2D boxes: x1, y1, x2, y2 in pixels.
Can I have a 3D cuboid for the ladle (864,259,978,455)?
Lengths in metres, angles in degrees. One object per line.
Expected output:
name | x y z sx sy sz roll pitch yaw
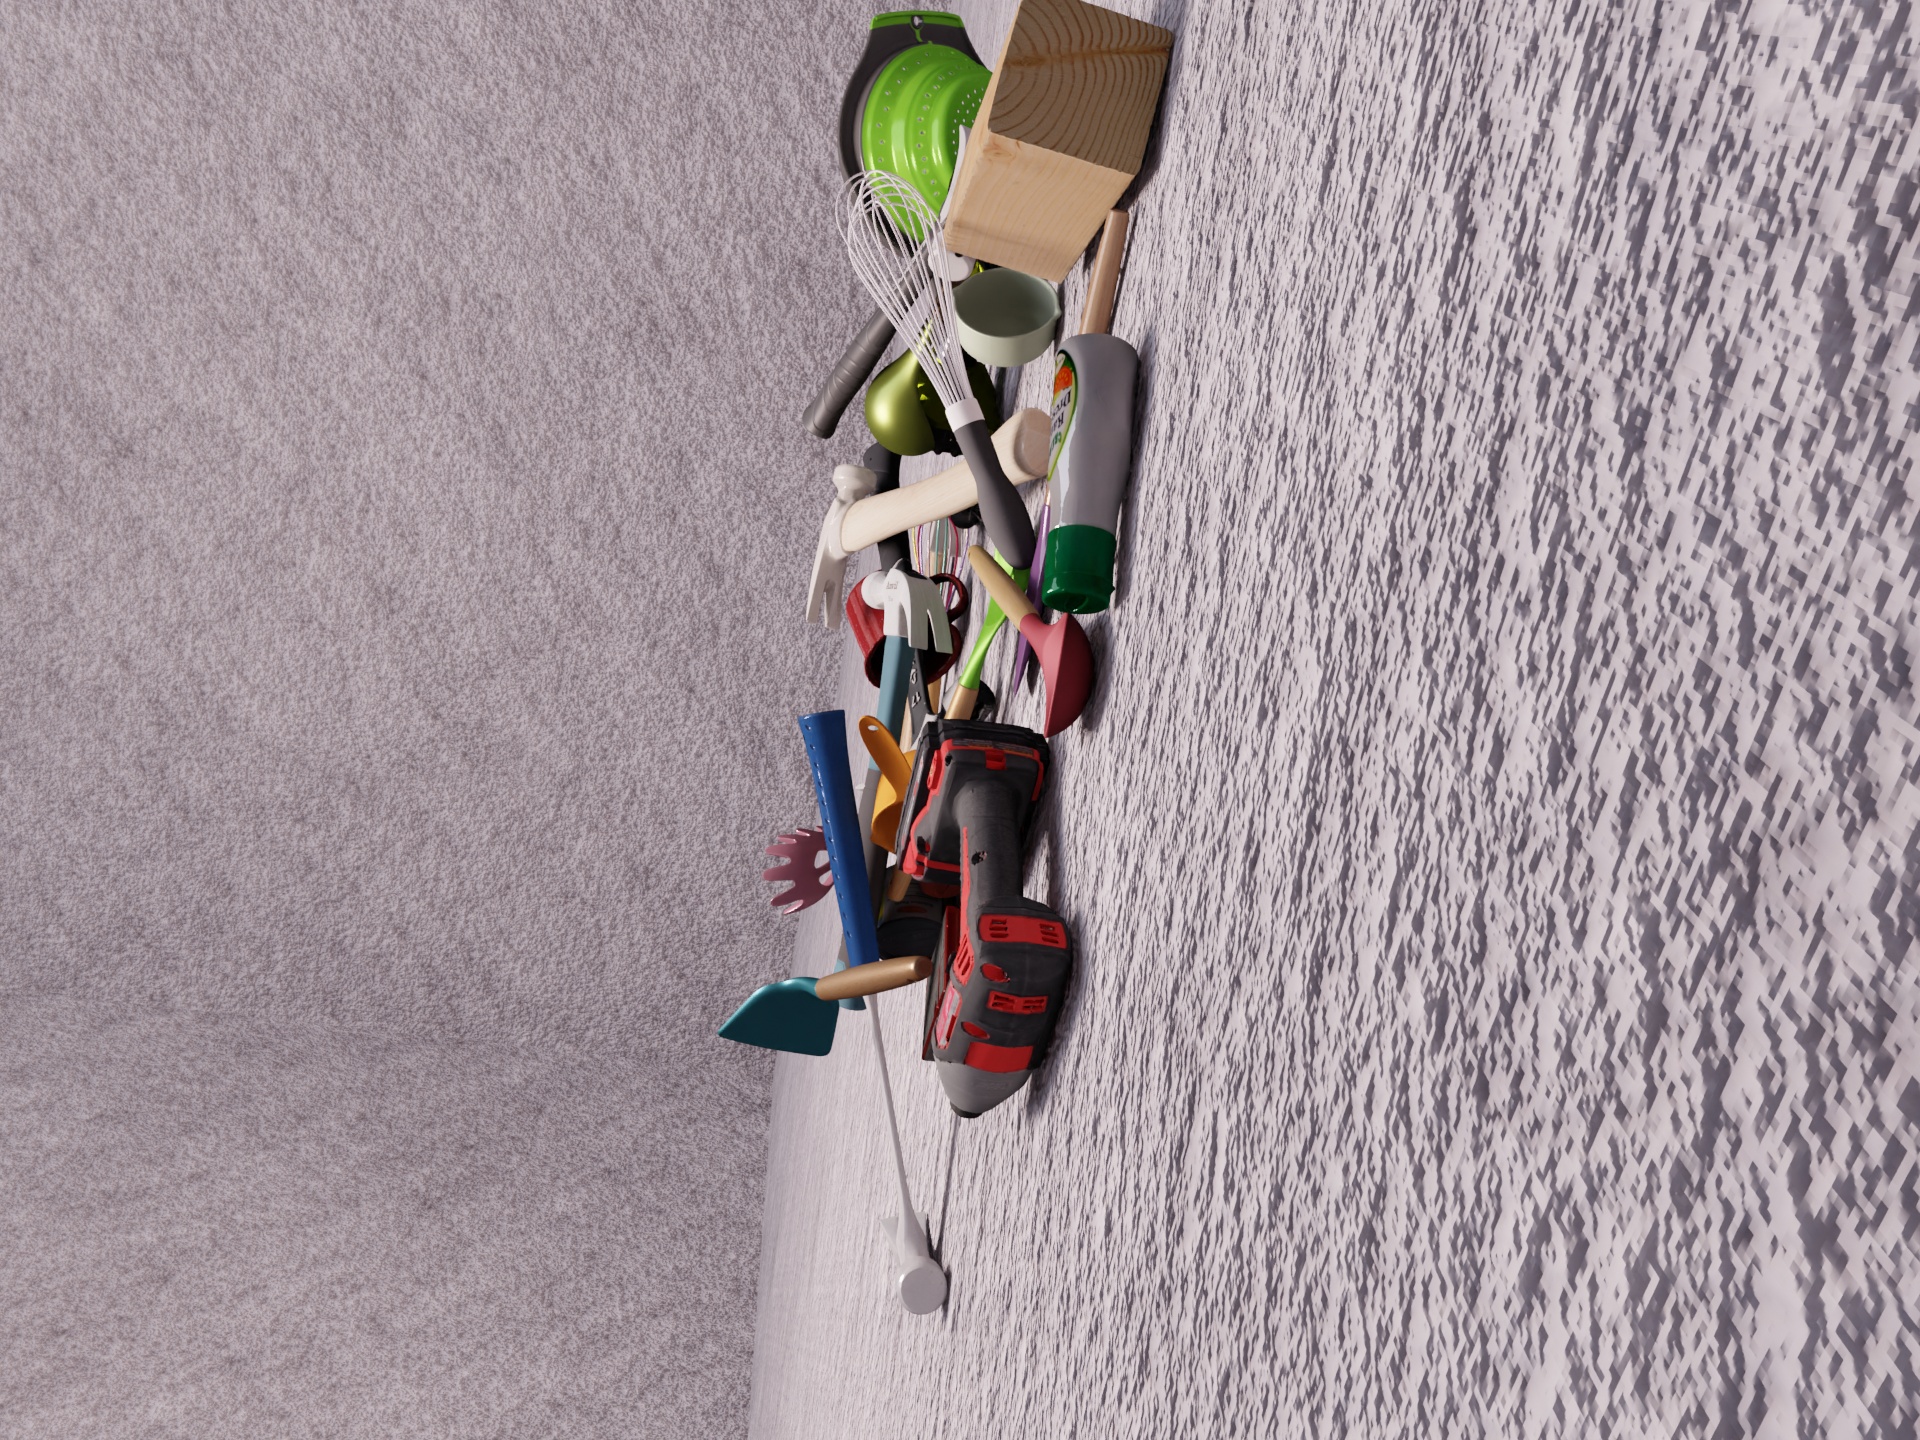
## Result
ladle | 0.003 -0.341 1.253 0.078 0.062 0.320 54 133 27

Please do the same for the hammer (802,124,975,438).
hammer | -0.055 -0.323 1.255 0.334 0.035 0.146 -40 32 57

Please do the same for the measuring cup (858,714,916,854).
measuring cup | -0.031 0.032 1.087 0.173 0.095 0.052 61 -154 -47

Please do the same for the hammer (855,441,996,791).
hammer | -0.052 -0.107 1.356 0.149 0.036 0.409 -48 34 32

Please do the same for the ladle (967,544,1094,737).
ladle | 0.036 -0.065 0.978 0.316 0.031 0.069 -116 35 -68

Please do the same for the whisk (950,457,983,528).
whisk | 0.009 -0.188 1.357 0.239 0.055 0.055 -166 84 -87

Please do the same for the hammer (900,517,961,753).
hammer | -0.037 -0.060 1.606 0.130 0.031 0.331 -158 76 -83

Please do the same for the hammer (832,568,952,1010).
hammer | -0.061 0.051 1.197 0.128 0.033 0.331 -170 88 -66

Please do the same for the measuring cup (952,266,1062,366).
measuring cup | 0.047 -0.325 1.184 0.038 0.083 0.168 90 -162 -53

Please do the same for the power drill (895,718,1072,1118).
power drill | 0.012 0.112 0.910 0.220 0.078 0.143 -97 17 -52

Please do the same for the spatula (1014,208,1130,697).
spatula | 0.065 -0.161 1.002 0.060 0.018 0.315 -75 -3 -63

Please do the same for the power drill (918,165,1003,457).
power drill | 0.014 -0.342 1.352 0.191 0.080 0.228 -105 26 -50

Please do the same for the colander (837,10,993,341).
colander | 0.006 -0.438 1.449 0.095 0.204 0.397 15 117 49

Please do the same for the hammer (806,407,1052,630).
hammer | -0.031 -0.161 1.242 0.411 0.038 0.146 -6 71 66

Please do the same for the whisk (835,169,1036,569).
whisk | -0.008 -0.233 1.054 0.070 0.070 0.284 160 87 -82

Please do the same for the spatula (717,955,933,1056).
spatula | -0.076 0.177 0.992 0.317 0.082 0.044 147 135 -65

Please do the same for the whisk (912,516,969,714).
whisk | -0.028 -0.092 1.519 0.051 0.047 0.245 -158 71 -65

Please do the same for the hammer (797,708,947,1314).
hammer | -0.065 0.195 1.121 0.144 0.035 0.405 148 112 -82

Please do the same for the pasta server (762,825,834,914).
pasta server | -0.079 0.080 1.330 0.316 0.040 0.060 -42 -61 -65

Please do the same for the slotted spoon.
slotted spoon | -0.002 -0.004 1.156 0.070 0.031 0.313 -110 36 -64
